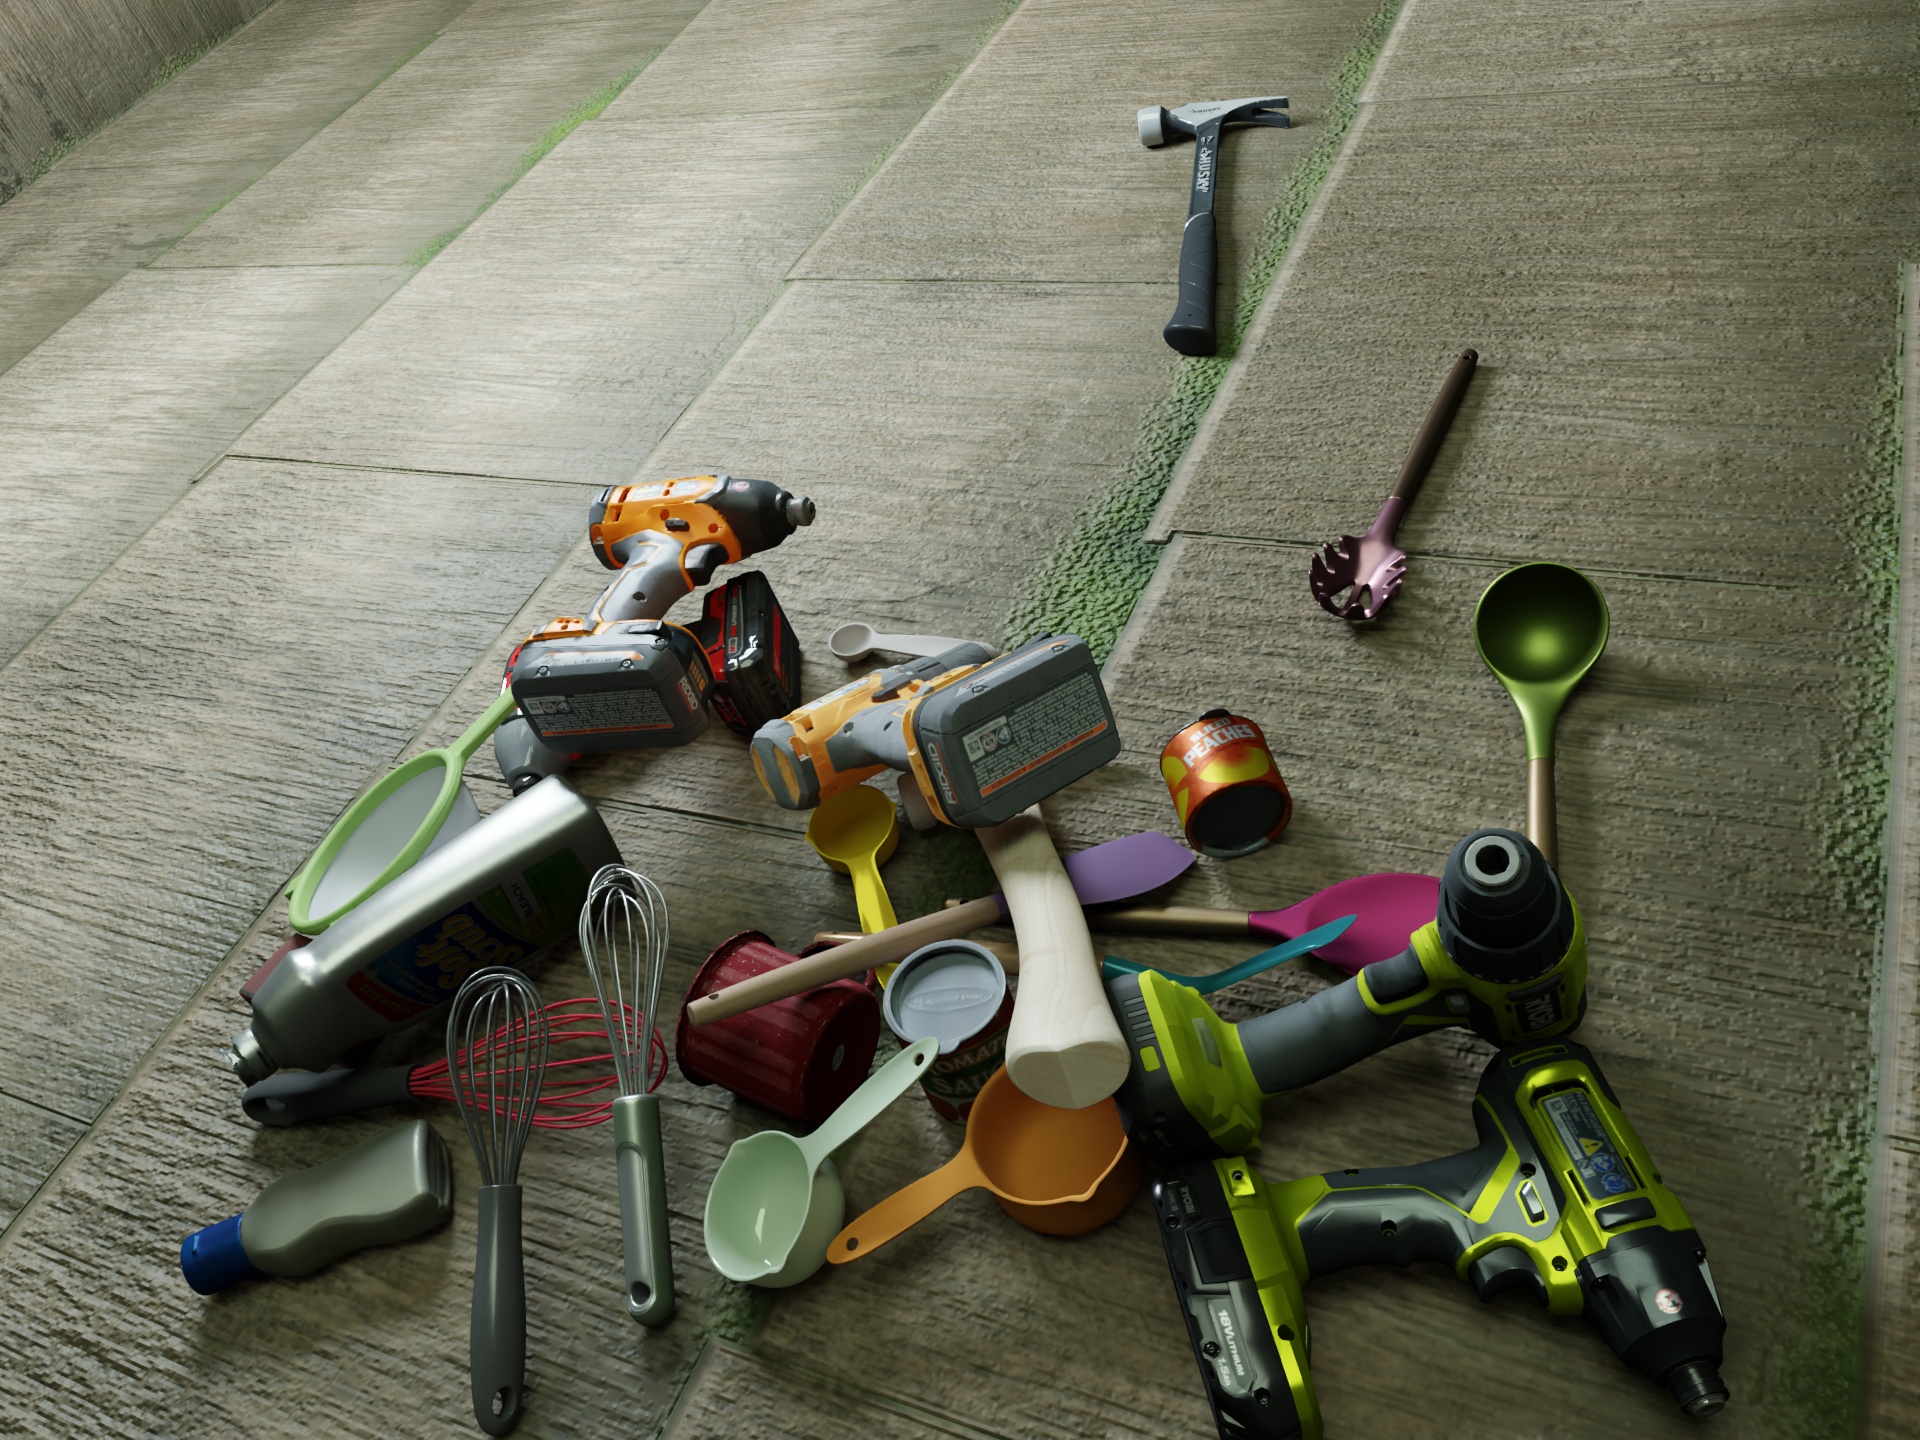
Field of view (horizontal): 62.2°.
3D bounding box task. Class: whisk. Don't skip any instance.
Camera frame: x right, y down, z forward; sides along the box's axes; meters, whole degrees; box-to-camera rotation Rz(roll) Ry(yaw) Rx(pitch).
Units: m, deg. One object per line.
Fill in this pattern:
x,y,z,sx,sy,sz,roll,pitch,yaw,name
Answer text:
-0.307,0.214,0.947,0.296,0.073,0.073,-10,44,18,whisk
-0.177,0.198,0.861,0.058,0.059,0.246,-17,70,23,whisk
-0.247,0.250,0.844,0.055,0.055,0.239,-10,70,11,whisk

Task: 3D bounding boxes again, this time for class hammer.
0.047,0.081,0.838,0.146,0.038,0.411,-20,17,1,hammer
0.224,-0.459,1.442,0.149,0.036,0.409,-4,46,15,hammer

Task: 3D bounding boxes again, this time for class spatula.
-0.002,0.114,0.889,0.316,0.018,0.060,-16,28,-26,spatula
0.058,0.126,0.893,0.317,0.044,0.082,1,5,24,spatula

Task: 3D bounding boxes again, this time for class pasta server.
0.317,-0.174,1.121,0.060,0.040,0.316,20,54,20,pasta server

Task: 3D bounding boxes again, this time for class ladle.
0.326,0.038,0.894,0.078,0.062,0.320,1,50,19,ladle

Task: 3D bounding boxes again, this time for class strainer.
-0.337,0.057,1.076,0.256,0.069,0.152,-50,30,-17,strainer

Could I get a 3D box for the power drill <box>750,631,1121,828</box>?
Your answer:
-0.002,-0.003,0.964,0.185,0.084,0.226,-27,15,-31,power drill

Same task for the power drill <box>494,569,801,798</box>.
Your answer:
-0.230,-0.018,1.139,0.219,0.078,0.143,-15,43,9,power drill

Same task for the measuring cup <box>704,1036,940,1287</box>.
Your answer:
-0.062,0.225,0.820,0.167,0.038,0.083,-44,42,9,measuring cup

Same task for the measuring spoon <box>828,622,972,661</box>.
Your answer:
-0.035,-0.049,1.145,0.124,0.018,0.034,6,49,16,measuring spoon

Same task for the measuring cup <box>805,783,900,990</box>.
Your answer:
-0.053,0.110,0.989,0.062,0.029,0.157,-20,55,2,measuring cup

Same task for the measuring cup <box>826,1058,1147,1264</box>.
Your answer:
0.016,0.239,0.812,0.173,0.052,0.095,-31,44,-1,measuring cup

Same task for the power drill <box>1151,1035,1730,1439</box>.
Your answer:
0.211,0.247,0.713,0.223,0.080,0.171,-15,43,0,power drill

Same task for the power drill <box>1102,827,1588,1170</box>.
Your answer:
0.181,0.131,0.749,0.228,0.190,0.080,-24,57,11,power drill

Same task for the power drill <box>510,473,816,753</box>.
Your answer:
-0.194,-0.085,1.075,0.164,0.084,0.227,-4,44,17,power drill

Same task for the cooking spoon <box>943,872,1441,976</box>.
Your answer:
0.141,0.115,0.910,0.319,0.017,0.069,1,57,20,cooking spoon
